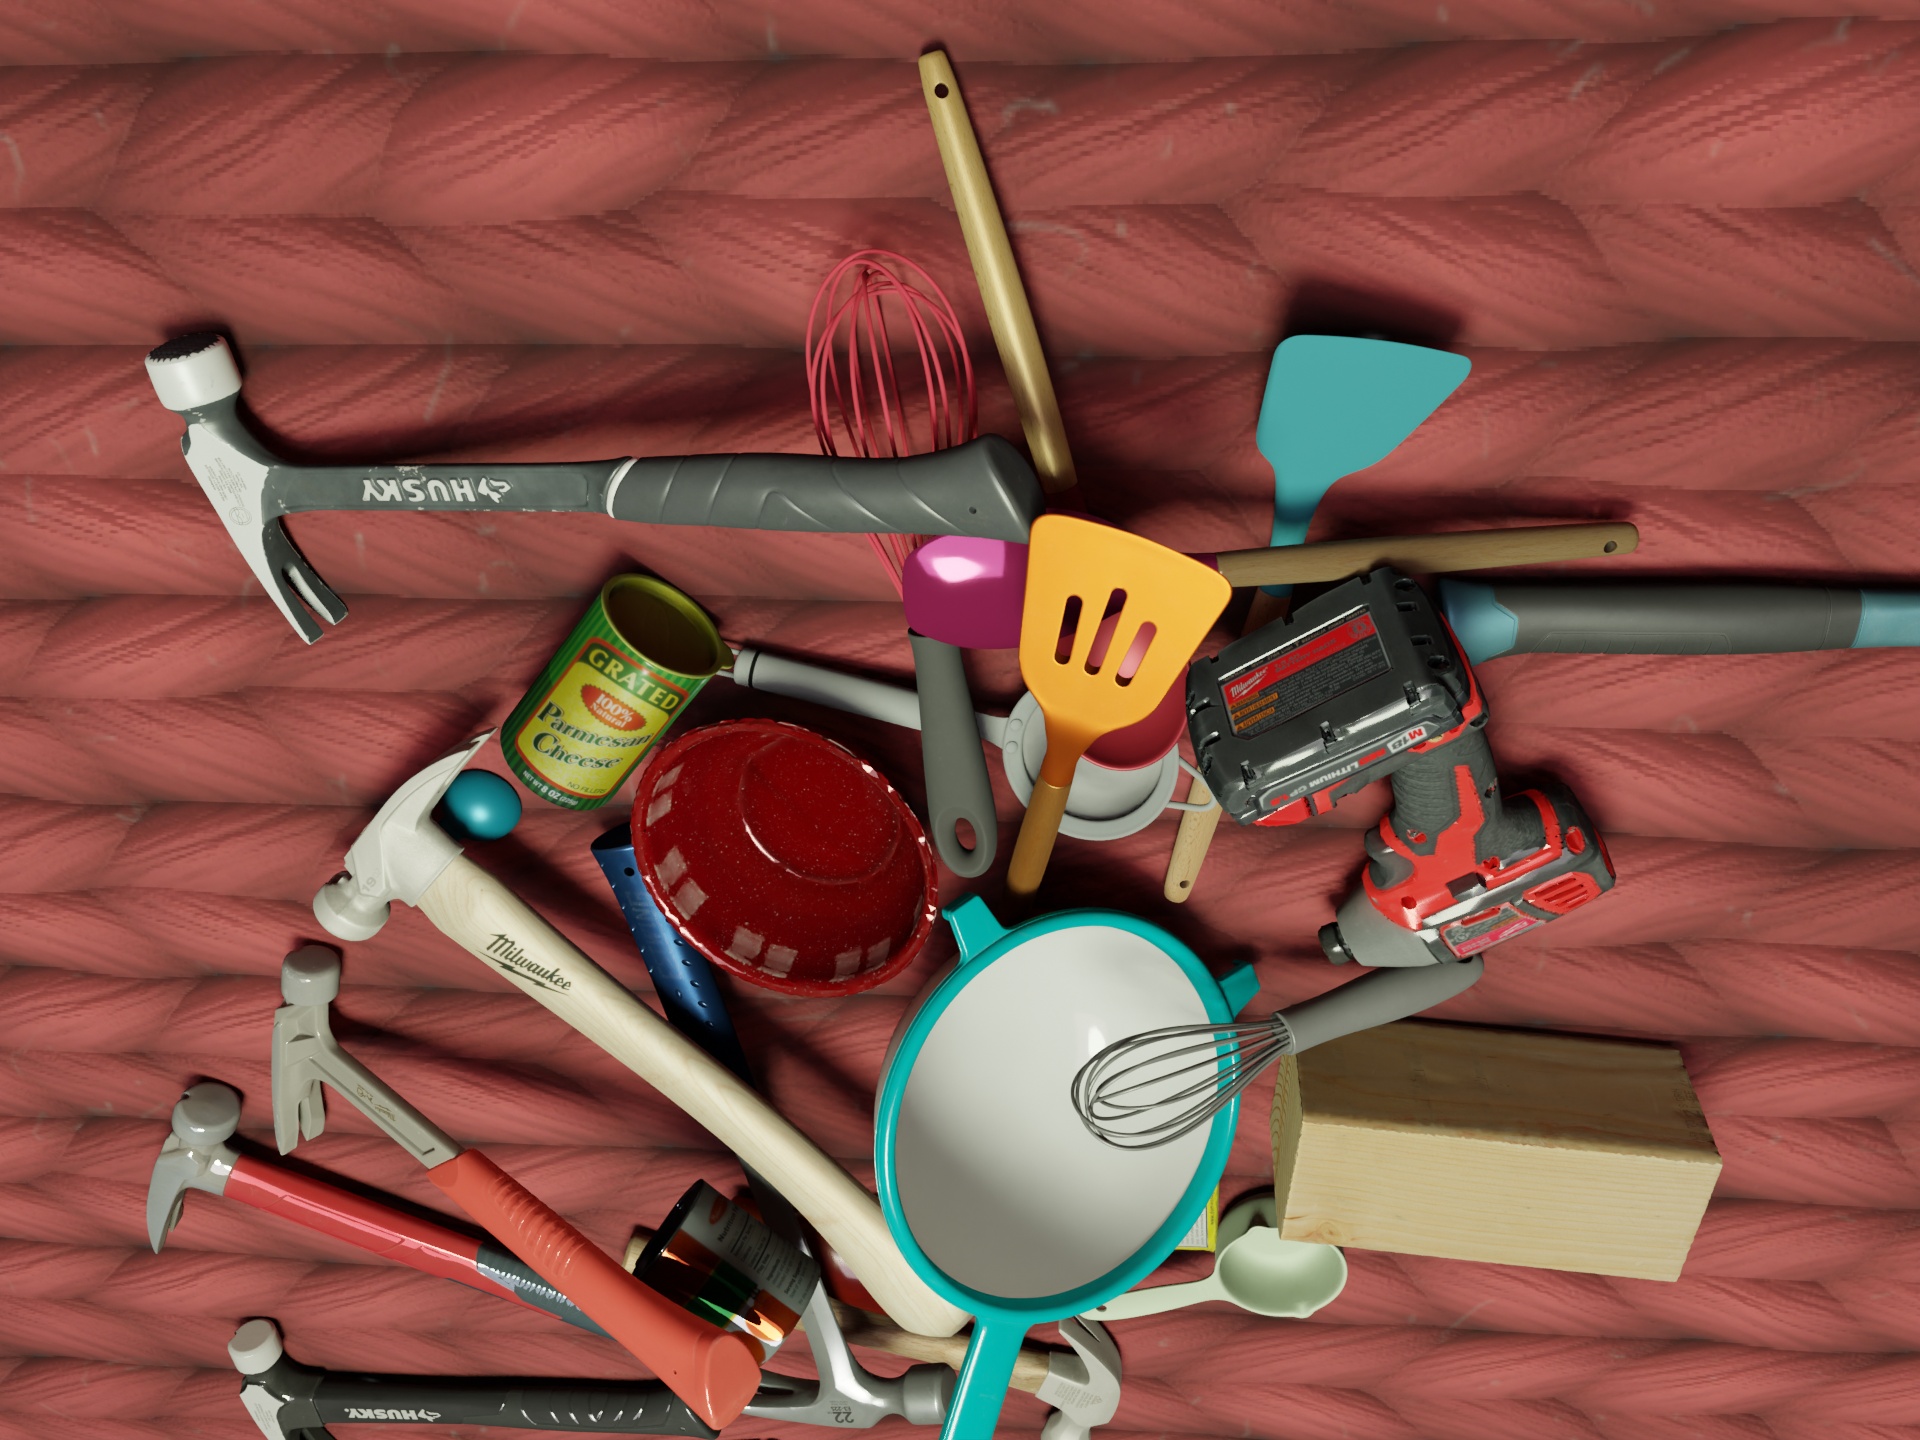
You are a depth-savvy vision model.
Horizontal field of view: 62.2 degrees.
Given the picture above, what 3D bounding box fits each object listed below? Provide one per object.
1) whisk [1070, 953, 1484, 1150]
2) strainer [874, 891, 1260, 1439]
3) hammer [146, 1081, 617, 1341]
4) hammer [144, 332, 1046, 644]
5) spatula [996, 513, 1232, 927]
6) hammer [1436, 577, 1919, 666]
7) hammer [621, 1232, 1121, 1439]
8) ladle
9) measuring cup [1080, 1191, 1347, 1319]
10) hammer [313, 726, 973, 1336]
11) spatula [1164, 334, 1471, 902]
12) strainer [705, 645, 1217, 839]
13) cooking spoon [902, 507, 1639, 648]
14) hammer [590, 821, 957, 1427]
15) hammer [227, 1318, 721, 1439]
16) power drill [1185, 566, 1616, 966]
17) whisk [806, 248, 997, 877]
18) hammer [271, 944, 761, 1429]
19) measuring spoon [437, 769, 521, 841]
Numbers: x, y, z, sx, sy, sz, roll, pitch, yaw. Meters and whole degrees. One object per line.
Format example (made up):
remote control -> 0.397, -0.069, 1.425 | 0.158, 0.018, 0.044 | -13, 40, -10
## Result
whisk -> 0.164, 0.157, 0.795 | 0.239, 0.055, 0.055 | -17, 123, -18
strainer -> 0.016, 0.253, 0.825 | 0.210, 0.095, 0.340 | 17, 90, -29
hammer -> -0.328, 0.357, 1.028 | 0.386, 0.038, 0.143 | 24, 122, -8
hammer -> -0.162, -0.096, 0.688 | 0.409, 0.036, 0.149 | 4, 125, 20
spatula -> 0.044, 0.028, 0.724 | 0.081, 0.041, 0.322 | 20, 149, 5
hammer -> 0.381, -0.044, 0.706 | 0.331, 0.033, 0.128 | 0, 122, 7
hammer -> -0.055, 0.386, 1.019 | 0.331, 0.031, 0.130 | 17, 122, -4
ladle -> 0.035, -0.124, 0.682 | 0.069, 0.031, 0.315 | -18, 110, 2
measuring cup -> 0.149, 0.328, 0.957 | 0.167, 0.038, 0.083 | -20, 117, 20
hammer -> -0.142, 0.179, 0.837 | 0.410, 0.038, 0.146 | 41, 115, -7
spatula -> 0.139, -0.033, 0.734 | 0.082, 0.044, 0.317 | 5, 124, -11
strainer -> -0.001, -0.002, 0.772 | 0.258, 0.050, 0.086 | 14, 112, 5
cooking spoon -> 0.134, -0.066, 0.680 | 0.319, 0.017, 0.068 | -5, 126, -4
hammer -> -0.124, 0.242, 0.901 | 0.144, 0.035, 0.405 | -11, 111, 18
hammer -> -0.330, 0.480, 1.106 | 0.335, 0.035, 0.146 | -1, 120, 7
power drill -> 0.198, 0.041, 0.731 | 0.143, 0.079, 0.219 | -28, 133, 21
whisk -> -0.016, -0.059, 0.708 | 0.073, 0.073, 0.295 | -5, 114, 9
hammer -> -0.255, 0.268, 0.866 | 0.359, 0.037, 0.149 | 28, 122, 25
measuring spoon -> -0.288, 0.072, 0.859 | 0.128, 0.021, 0.042 | -36, 111, 23
